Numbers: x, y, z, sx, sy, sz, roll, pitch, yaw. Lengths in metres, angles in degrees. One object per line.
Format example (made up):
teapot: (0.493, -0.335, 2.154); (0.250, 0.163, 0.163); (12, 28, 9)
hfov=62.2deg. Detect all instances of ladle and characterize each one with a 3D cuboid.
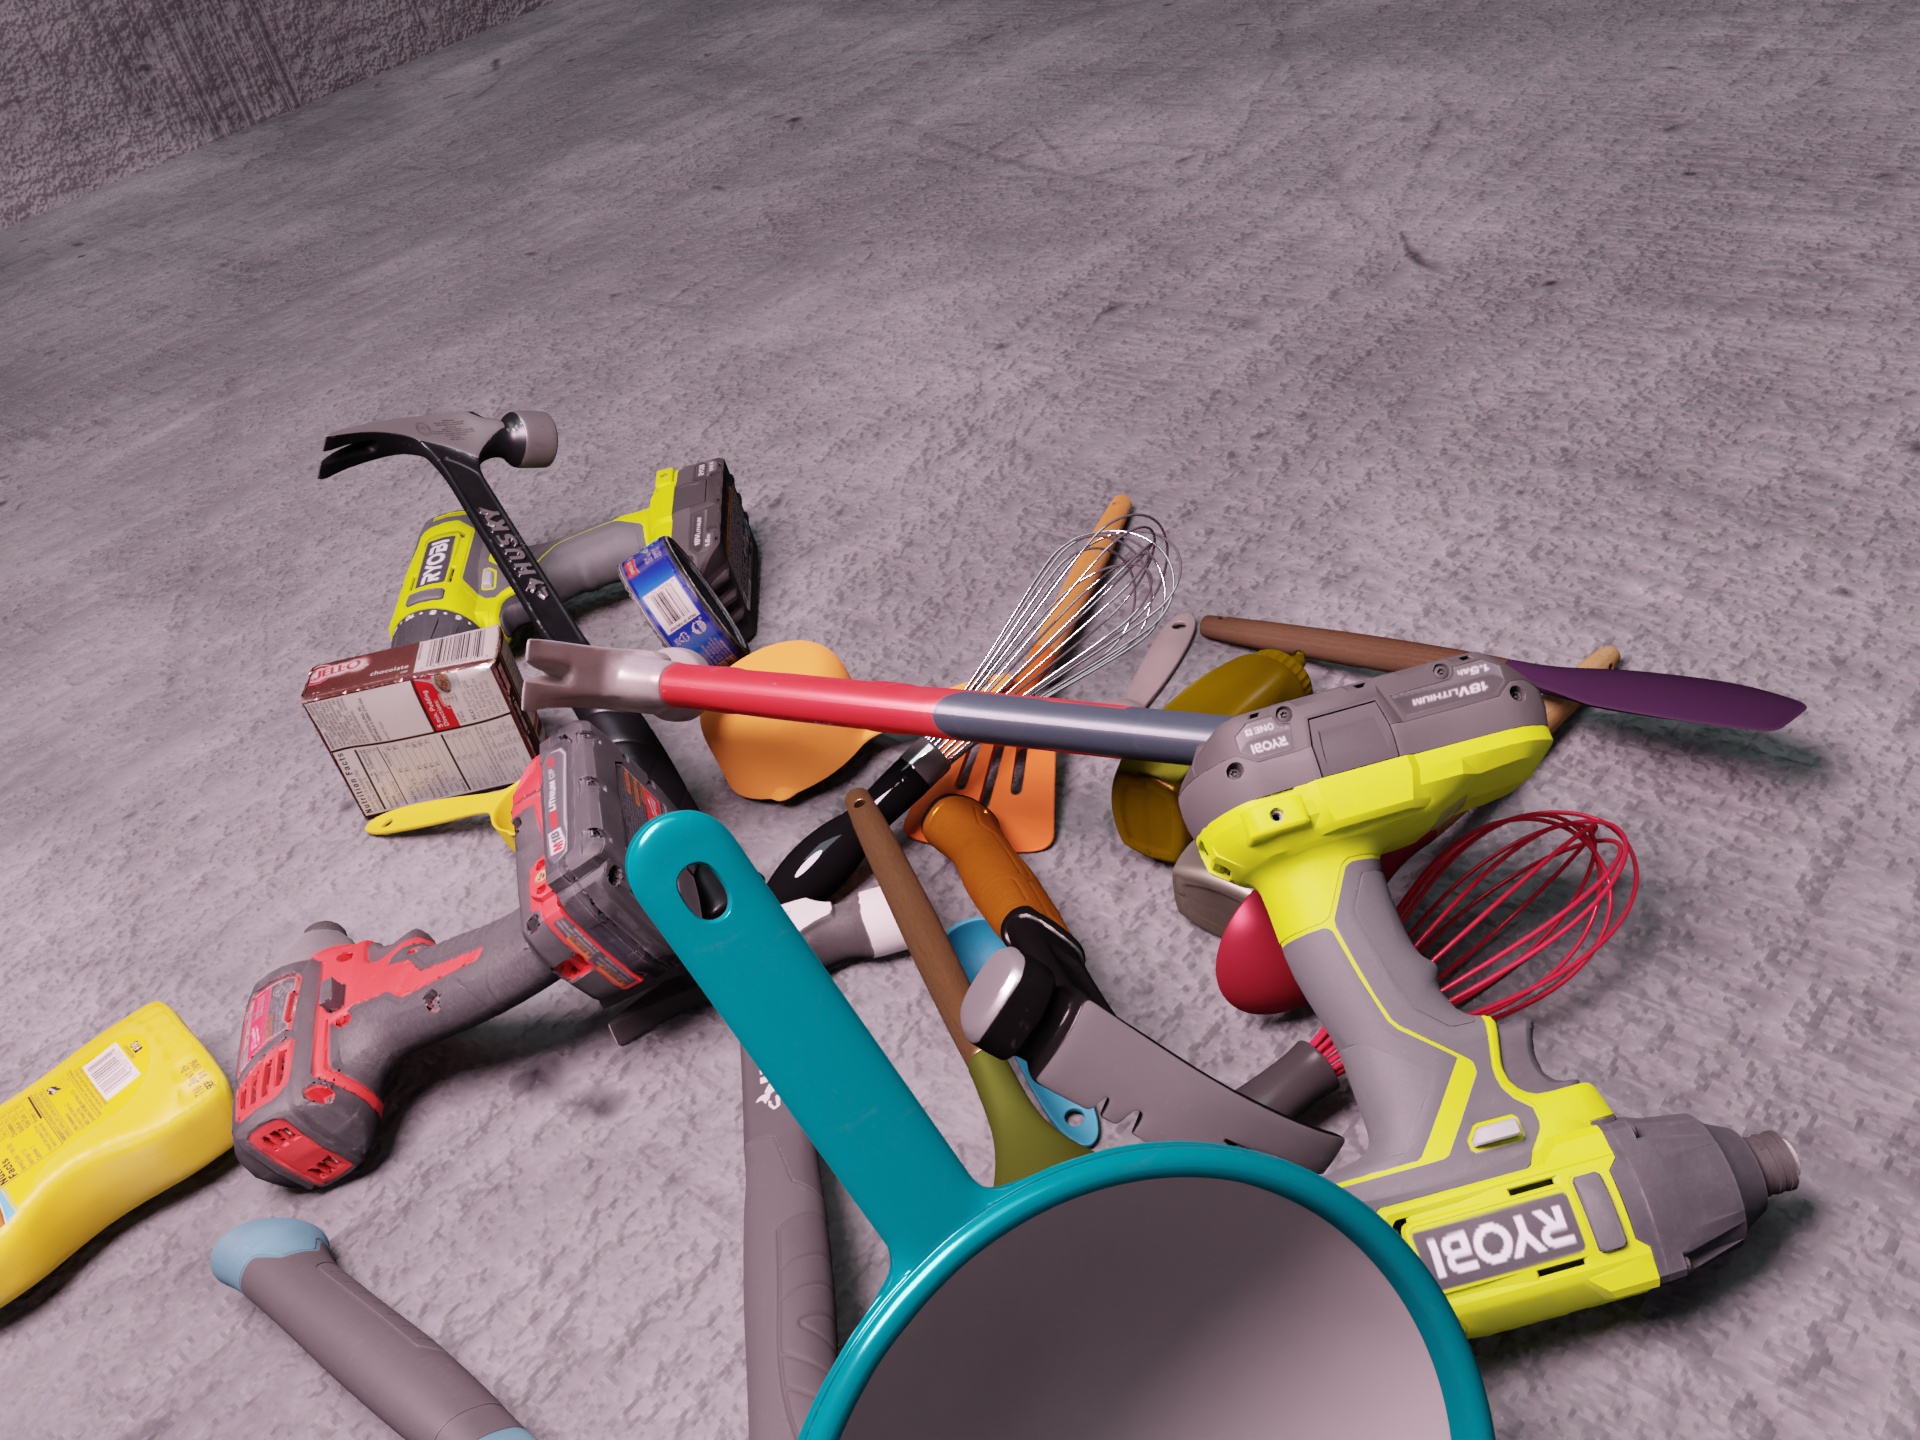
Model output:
ladle: (0.225, 0.038, 0.731); (0.315, 0.069, 0.031); (-33, 33, -34)
ladle: (0.005, 0.128, 0.645); (0.078, 0.062, 0.320); (-28, 37, -4)

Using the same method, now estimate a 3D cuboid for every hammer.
hammer: (-0.220, -0.042, 0.871); (0.149, 0.036, 0.409); (-9, 49, -40)
hammer: (0.035, 0.086, 0.632); (0.034, 0.127, 0.337); (-57, 13, 3)
hammer: (-0.001, -0.002, 0.707); (0.386, 0.038, 0.143); (6, 1, 19)
hammer: (-0.169, 0.250, 0.556); (0.331, 0.033, 0.128); (14, 5, 40)
hammer: (-0.074, 0.176, 0.613); (0.146, 0.035, 0.335); (-15, 27, -1)

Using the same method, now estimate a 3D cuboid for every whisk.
whisk: (0.005, -0.002, 0.801); (0.284, 0.070, 0.070); (-44, 44, -10)
whisk: (0.156, 0.125, 0.632); (0.296, 0.073, 0.073); (-34, 41, -15)

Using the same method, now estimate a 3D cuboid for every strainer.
strainer: (0.005, 0.167, 0.452); (0.211, 0.340, 0.095); (-36, 8, -16)

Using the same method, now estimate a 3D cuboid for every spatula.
spatula: (0.055, -0.042, 0.911); (0.081, 0.041, 0.323); (4, 36, 20)
spatula: (0.251, -0.028, 0.797); (0.316, 0.018, 0.060); (13, 26, 43)

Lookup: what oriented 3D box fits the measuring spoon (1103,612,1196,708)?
measuring spoon: (0.104, -0.029, 0.878); (0.034, 0.018, 0.124); (8, 41, 27)

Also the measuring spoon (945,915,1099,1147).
measuring spoon: (0.027, 0.138, 0.692); (0.042, 0.021, 0.129); (-20, 46, -13)

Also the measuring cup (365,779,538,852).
measuring cup: (-0.266, 0.058, 0.885); (0.156, 0.029, 0.062); (-9, 35, 26)

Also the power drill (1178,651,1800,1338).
power drill: (0.181, 0.098, 0.574); (0.171, 0.080, 0.223); (-15, 70, 0)

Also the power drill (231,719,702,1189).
power drill: (-0.233, 0.103, 0.728); (0.219, 0.078, 0.143); (-33, 37, 7)

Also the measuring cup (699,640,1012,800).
measuring cup: (-0.060, -0.016, 0.856); (0.173, 0.052, 0.095); (-16, 32, 18)

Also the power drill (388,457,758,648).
power drill: (-0.249, -0.077, 1.006); (0.228, 0.080, 0.191); (-12, 41, 5)
